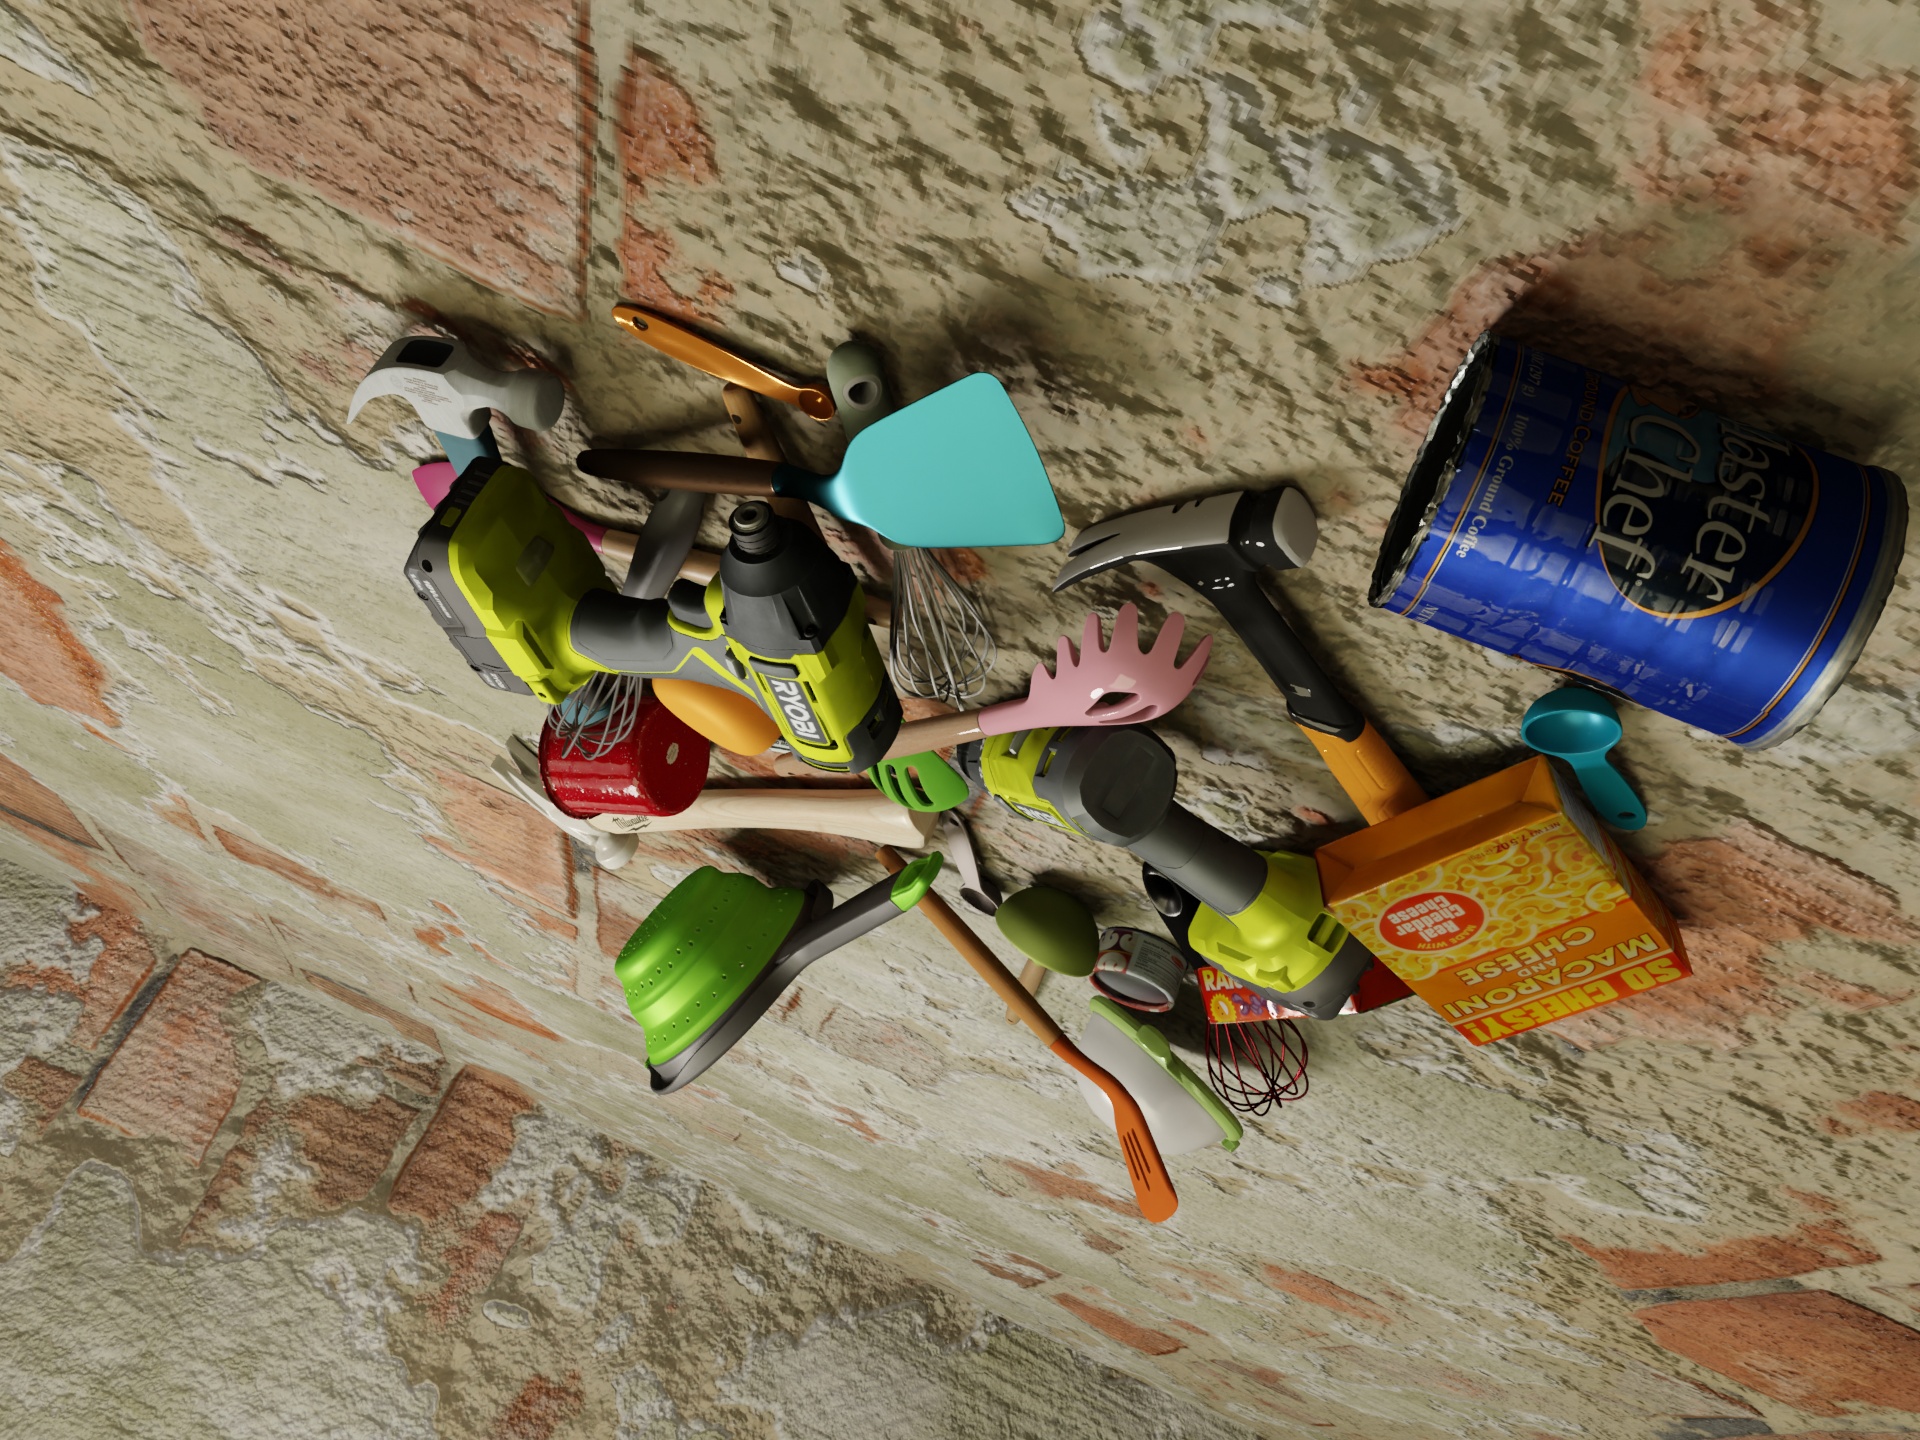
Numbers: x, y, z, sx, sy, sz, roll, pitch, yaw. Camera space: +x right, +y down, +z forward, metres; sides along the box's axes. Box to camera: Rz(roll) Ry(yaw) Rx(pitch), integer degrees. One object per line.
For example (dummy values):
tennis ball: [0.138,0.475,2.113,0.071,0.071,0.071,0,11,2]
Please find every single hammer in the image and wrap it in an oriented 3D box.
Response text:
hammer: [0.184,0.012,0.789,0.127,0.034,0.336,-5,141,43]
hammer: [-0.183,0.060,1.174,0.411,0.038,0.146,-3,141,41]
hammer: [-0.253,-0.093,0.917,0.128,0.033,0.330,18,150,13]

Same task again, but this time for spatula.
spatula: [-0.089,-0.118,0.741,0.318,0.044,0.082,14,142,46]
spatula: [0.045,0.212,1.117,0.323,0.041,0.081,46,157,13]

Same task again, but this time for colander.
colander: [-0.153,0.149,1.174,0.094,0.205,0.397,44,138,-11]

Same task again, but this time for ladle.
ladle: [0.051,0.197,1.207,0.078,0.062,0.320,32,157,9]

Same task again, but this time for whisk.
whisk: [-0.026,-0.087,0.778,0.058,0.059,0.246,-18,141,-1]
whisk: [0.178,0.184,1.083,0.073,0.073,0.295,4,141,34]
whisk: [-0.189,-0.055,0.905,0.055,0.055,0.238,28,134,-8]

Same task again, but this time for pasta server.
pasta server: [-0.001,-0.003,0.816,0.060,0.040,0.316,30,154,-33]

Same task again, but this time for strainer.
strainer: [0.128,0.265,1.152,0.152,0.069,0.256,41,172,19]

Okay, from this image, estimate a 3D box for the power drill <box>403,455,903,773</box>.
power drill: [-0.149,-0.057,0.781,0.223,0.080,0.171,12,149,21]

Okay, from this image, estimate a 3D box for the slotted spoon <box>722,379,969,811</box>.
slotted spoon: [-0.063,-0.050,0.850,0.070,0.031,0.313,11,142,32]

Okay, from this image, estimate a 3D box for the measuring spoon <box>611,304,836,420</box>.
measuring spoon: [-0.108,-0.168,0.735,0.117,0.011,0.021,25,149,6]

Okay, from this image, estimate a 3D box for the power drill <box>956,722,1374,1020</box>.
power drill: [0.108,0.066,0.881,0.228,0.080,0.191,35,171,-20]

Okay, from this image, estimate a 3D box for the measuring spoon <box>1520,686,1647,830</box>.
measuring spoon: [0.295,0.017,0.735,0.042,0.021,0.128,-10,147,34]

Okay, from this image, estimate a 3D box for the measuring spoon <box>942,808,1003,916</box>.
measuring spoon: [0.008,0.095,1.109,0.034,0.018,0.124,20,147,29]

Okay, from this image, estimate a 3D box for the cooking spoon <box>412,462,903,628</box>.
cooking spoon: [-0.179,-0.096,0.908,0.319,0.017,0.068,15,149,17]

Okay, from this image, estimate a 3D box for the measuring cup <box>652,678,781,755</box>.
measuring cup: [-0.124,-0.015,0.924,0.095,0.052,0.174,40,166,-24]
